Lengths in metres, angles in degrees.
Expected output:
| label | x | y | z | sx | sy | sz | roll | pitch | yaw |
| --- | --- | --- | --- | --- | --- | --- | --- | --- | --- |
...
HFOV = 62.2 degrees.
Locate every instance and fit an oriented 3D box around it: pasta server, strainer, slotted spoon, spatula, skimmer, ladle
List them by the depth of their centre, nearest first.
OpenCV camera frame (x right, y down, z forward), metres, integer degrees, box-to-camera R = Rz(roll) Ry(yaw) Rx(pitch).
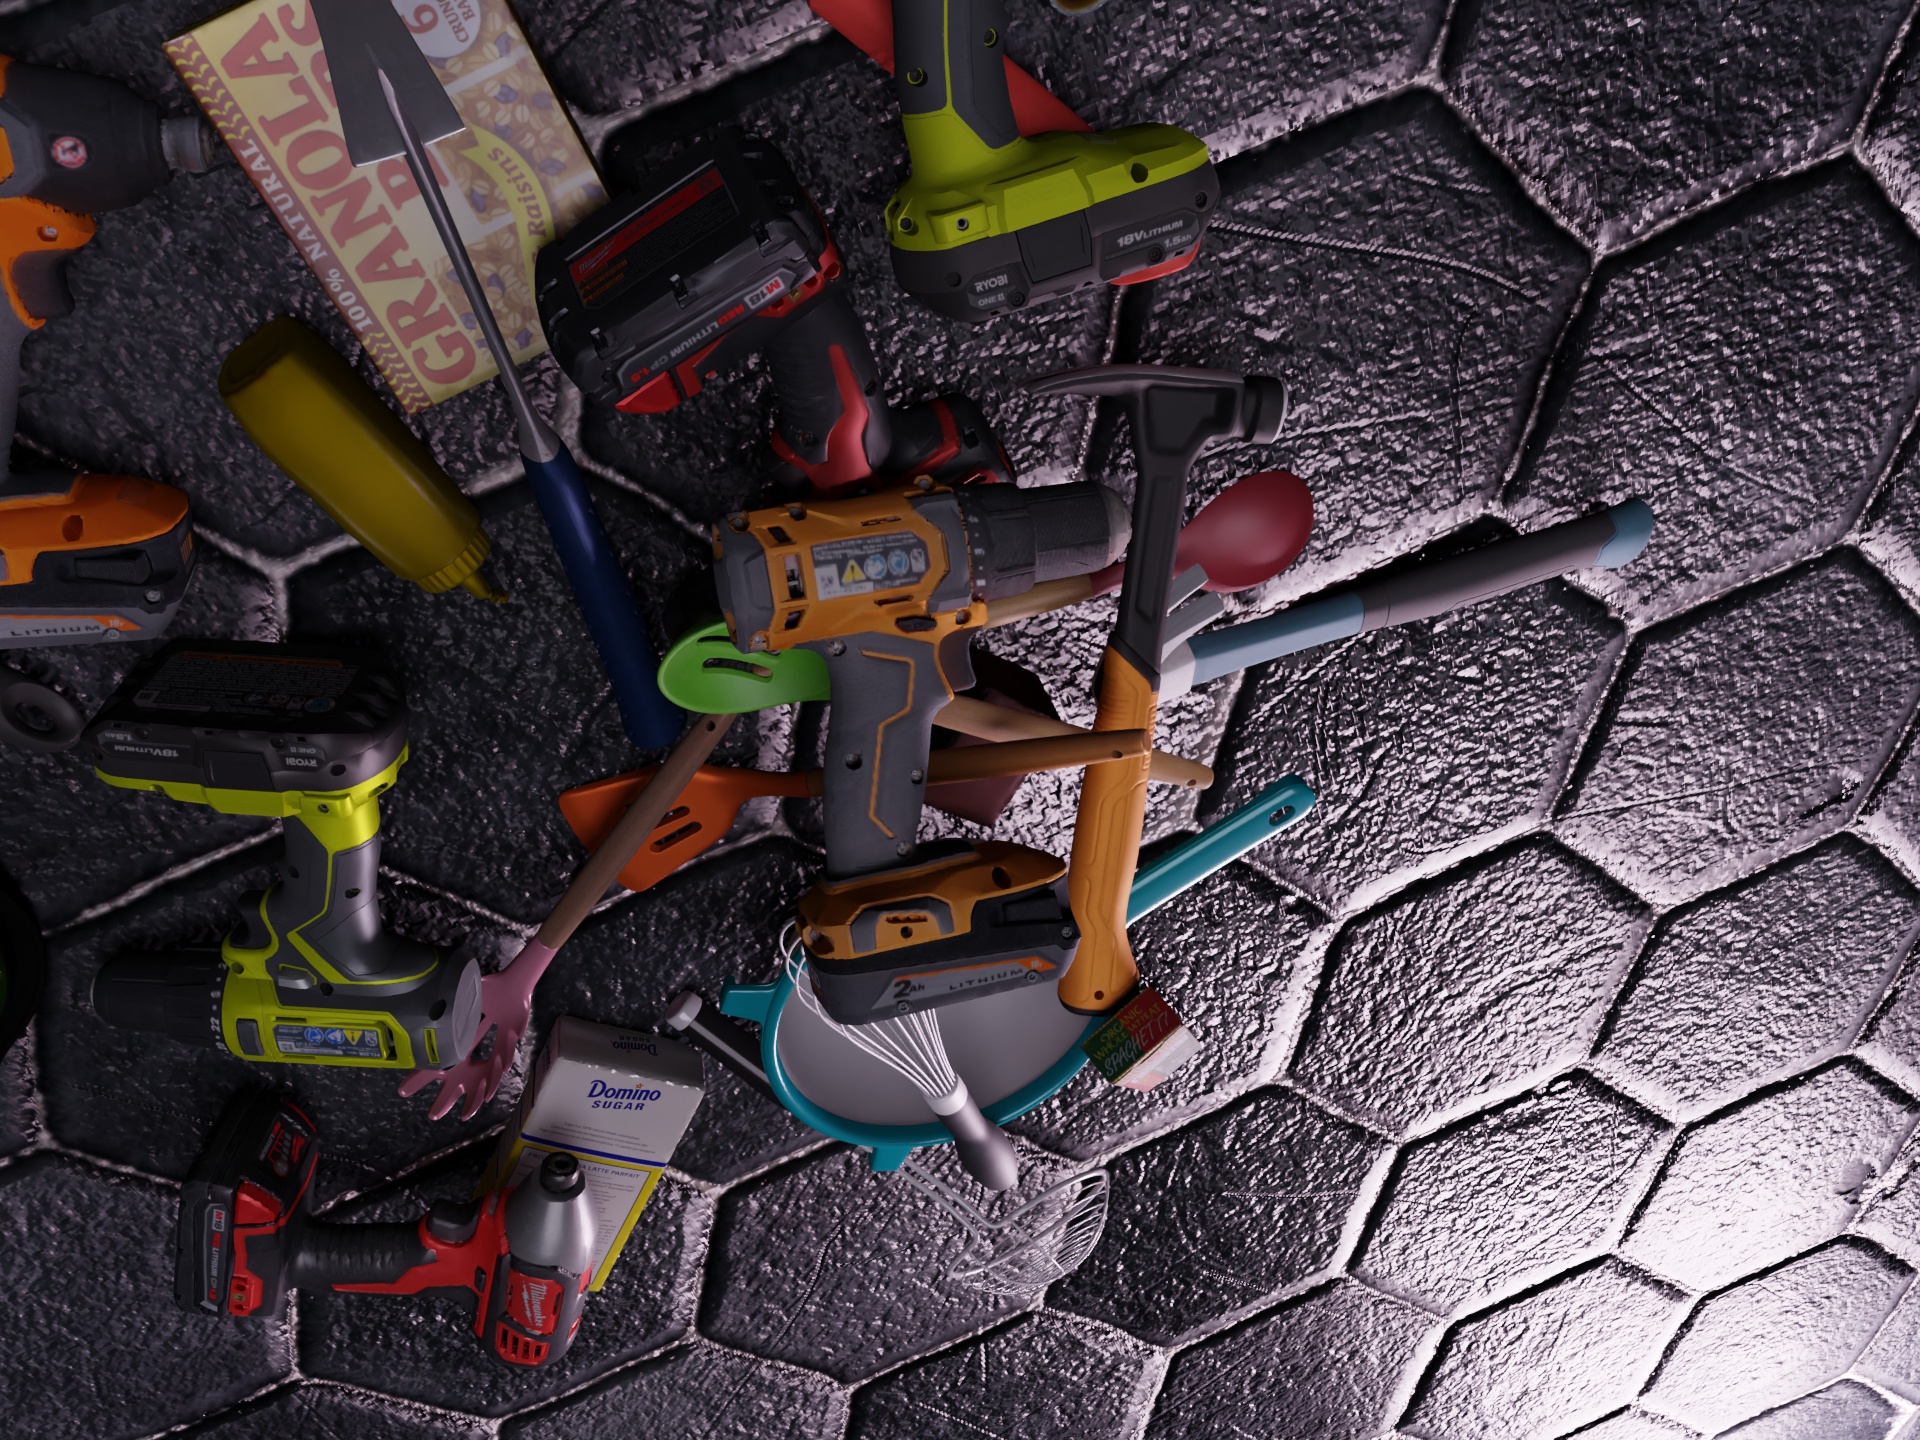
| label | x | y | z | sx | sy | sz | roll | pitch | yaw |
| --- | --- | --- | --- | --- | --- | --- | --- | --- | --- |
| slotted spoon | -0.001 | -0.003 | 0.802 | 0.313 | 0.031 | 0.070 | 14 | 134 | -26 |
| spatula | -0.057 | 0.036 | 0.811 | 0.322 | 0.041 | 0.080 | -8 | 130 | 27 |
| ladle | 0.043 | -0.067 | 0.841 | 0.315 | 0.031 | 0.069 | -16 | 128 | -4 |
| pasta server | -0.209 | 0.102 | 0.845 | 0.060 | 0.040 | 0.316 | 40 | 115 | -3 |
| strainer | 0.036 | 0.106 | 0.910 | 0.340 | 0.095 | 0.210 | -32 | 128 | 2 |
| skimmer | -0.043 | 0.264 | 1.026 | 0.127 | 0.090 | 0.363 | -42 | 113 | 16 |

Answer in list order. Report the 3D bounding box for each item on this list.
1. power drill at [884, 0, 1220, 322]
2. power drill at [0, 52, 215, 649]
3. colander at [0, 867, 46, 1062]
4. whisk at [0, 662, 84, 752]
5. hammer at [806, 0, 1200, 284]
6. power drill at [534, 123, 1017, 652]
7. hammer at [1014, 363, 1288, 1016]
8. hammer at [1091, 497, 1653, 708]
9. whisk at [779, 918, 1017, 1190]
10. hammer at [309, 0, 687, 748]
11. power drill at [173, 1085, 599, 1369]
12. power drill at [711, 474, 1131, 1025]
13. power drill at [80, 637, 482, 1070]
| label | x | y | z | sx | sy | sz | roll | pitch | yaw |
| --- | --- | --- | --- | --- | --- | --- | --- | --- | --- |
| power drill | 0.022 | -0.286 | 0.620 | 0.171 | 0.080 | 0.223 | -19 | 121 | -3 |
| power drill | -0.373 | -0.146 | 0.636 | 0.164 | 0.084 | 0.226 | -5 | 119 | -14 |
| colander | -0.554 | 0.069 | 0.709 | 0.204 | 0.095 | 0.396 | -5 | 123 | -13 |
| whisk | -0.494 | -0.059 | 0.648 | 0.073 | 0.073 | 0.295 | -38 | 137 | 10 |
| hammer | -0.028 | -0.304 | 0.661 | 0.358 | 0.037 | 0.149 | 29 | 110 | -29 |
| power drill | -0.094 | -0.125 | 0.710 | 0.188 | 0.080 | 0.226 | -31 | 143 | 7 |
| hammer | 0.076 | -0.006 | 0.791 | 0.127 | 0.034 | 0.336 | 1 | 109 | -13 |
| hammer | 0.230 | -0.063 | 0.880 | 0.331 | 0.033 | 0.128 | -17 | 146 | -10 |
| whisk | -0.020 | 0.181 | 0.851 | 0.070 | 0.070 | 0.284 | -26 | 134 | 1 |
| hammer | -0.175 | -0.117 | 0.649 | 0.035 | 0.144 | 0.405 | -23 | 144 | -10 |
| power drill | -0.315 | 0.286 | 0.898 | 0.219 | 0.079 | 0.143 | 14 | 118 | -8 |
| power drill | -0.002 | 0.004 | 0.709 | 0.185 | 0.084 | 0.226 | -11 | 98 | -13 |
| power drill | -0.345 | 0.078 | 0.782 | 0.190 | 0.080 | 0.228 | 4 | 123 | -1 |
